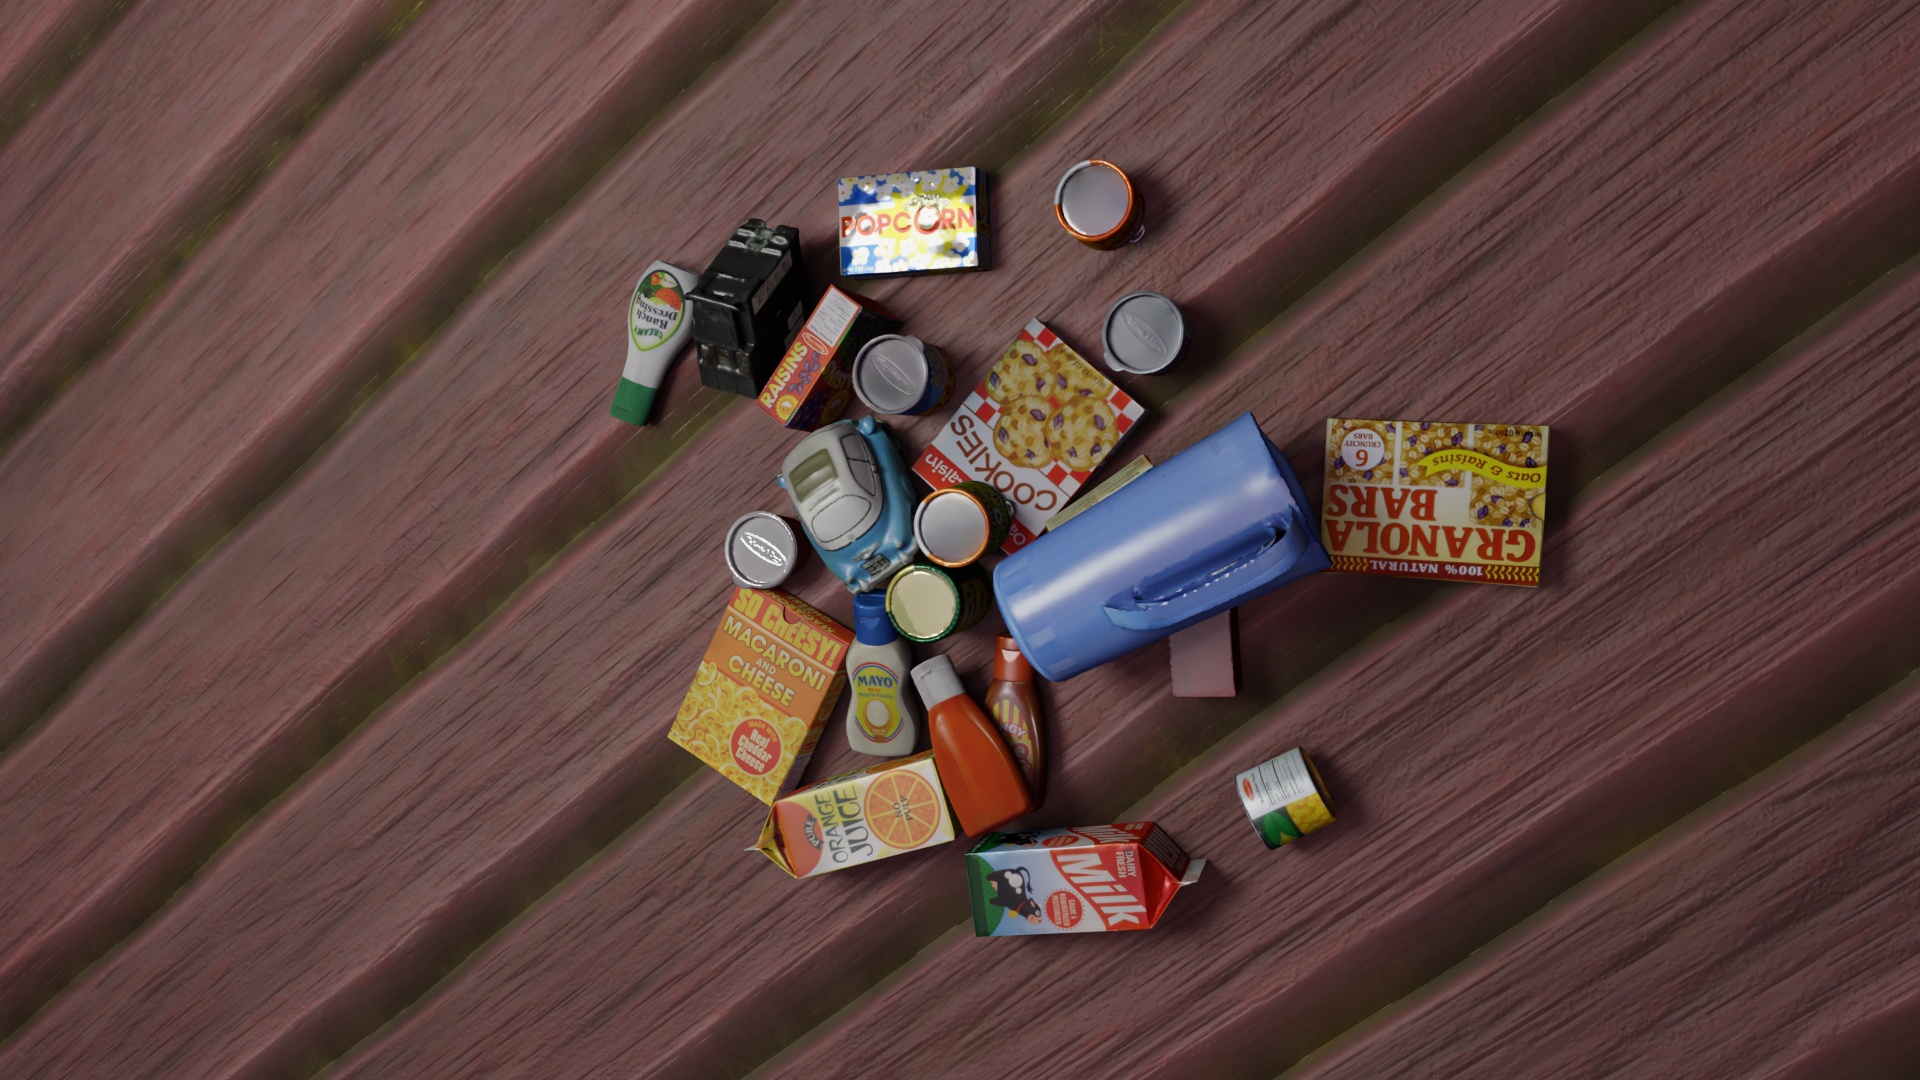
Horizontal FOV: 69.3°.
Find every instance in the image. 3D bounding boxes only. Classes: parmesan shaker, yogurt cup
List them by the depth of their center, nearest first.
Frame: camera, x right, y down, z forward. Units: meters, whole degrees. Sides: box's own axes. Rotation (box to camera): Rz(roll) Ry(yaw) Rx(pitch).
[{"bbox_3d":[-0.018,0.051,1.169,0.071,0.103,0.071,1,94,16],"label":"parmesan shaker"},{"bbox_3d":[-0.168,0.007,1.235,0.072,0.054,0.072,1,94,16],"label":"yogurt cup"}]

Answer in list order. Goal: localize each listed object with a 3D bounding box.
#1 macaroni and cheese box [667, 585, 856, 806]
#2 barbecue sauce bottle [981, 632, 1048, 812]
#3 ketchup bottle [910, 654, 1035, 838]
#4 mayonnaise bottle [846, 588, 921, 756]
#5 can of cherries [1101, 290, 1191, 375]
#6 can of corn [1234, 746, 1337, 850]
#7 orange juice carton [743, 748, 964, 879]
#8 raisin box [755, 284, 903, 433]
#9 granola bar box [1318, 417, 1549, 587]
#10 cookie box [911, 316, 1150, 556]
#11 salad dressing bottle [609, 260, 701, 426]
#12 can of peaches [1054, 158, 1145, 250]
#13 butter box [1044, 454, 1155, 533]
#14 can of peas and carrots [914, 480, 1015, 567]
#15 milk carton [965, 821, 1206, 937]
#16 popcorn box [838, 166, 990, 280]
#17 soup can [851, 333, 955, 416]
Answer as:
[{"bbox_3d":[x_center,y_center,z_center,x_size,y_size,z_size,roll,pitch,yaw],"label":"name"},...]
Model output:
[{"bbox_3d":[-0.175,0.134,1.247,0.124,0.040,0.166,29,101,18],"label":"macaroni and cheese box"},{"bbox_3d":[0.044,0.154,1.188,0.065,0.044,0.148,4,94,19],"label":"barbecue sauce bottle"},{"bbox_3d":[0.005,0.169,1.159,0.064,0.043,0.149,-31,75,18],"label":"ketchup bottle"},{"bbox_3d":[-0.070,0.114,1.195,0.065,0.041,0.147,2,115,11],"label":"mayonnaise bottle"},{"bbox_3d":[0.150,-0.166,1.132,0.071,0.058,0.071,1,94,15],"label":"can of cherries"},{"bbox_3d":[0.263,0.208,1.117,0.058,0.071,0.071,-29,85,15],"label":"can of corn"},{"bbox_3d":[-0.091,0.241,1.217,0.192,0.072,0.073,-18,88,16],"label":"orange juice carton"},{"bbox_3d":[-0.112,-0.152,1.193,0.040,0.086,0.123,39,103,17],"label":"raisin box"},{"bbox_3d":[0.368,-0.032,1.086,0.165,0.039,0.124,3,94,16],"label":"granola bar box"},{"bbox_3d":[0.058,-0.084,1.173,0.123,0.040,0.167,42,102,10],"label":"cookie box"},{"bbox_3d":[-0.279,-0.178,1.263,0.064,0.044,0.147,23,99,13],"label":"salad dressing bottle"},{"bbox_3d":[0.116,-0.273,1.136,0.071,0.058,0.071,1,93,17],"label":"can of peaches"},{"bbox_3d":[0.125,-0.020,1.145,0.103,0.024,0.053,-35,119,7],"label":"butter box"},{"bbox_3d":[0.004,-0.014,1.139,0.071,0.059,0.071,3,98,18],"label":"can of peas and carrots"},{"bbox_3d":[0.107,0.282,1.161,0.190,0.072,0.073,-8,91,16],"label":"milk carton"},{"bbox_3d":[-0.040,-0.271,1.191,0.127,0.038,0.085,-1,93,16],"label":"popcorn box"},{"bbox_3d":[-0.044,-0.140,1.176,0.071,0.084,0.071,1,94,16],"label":"soup can"}]
